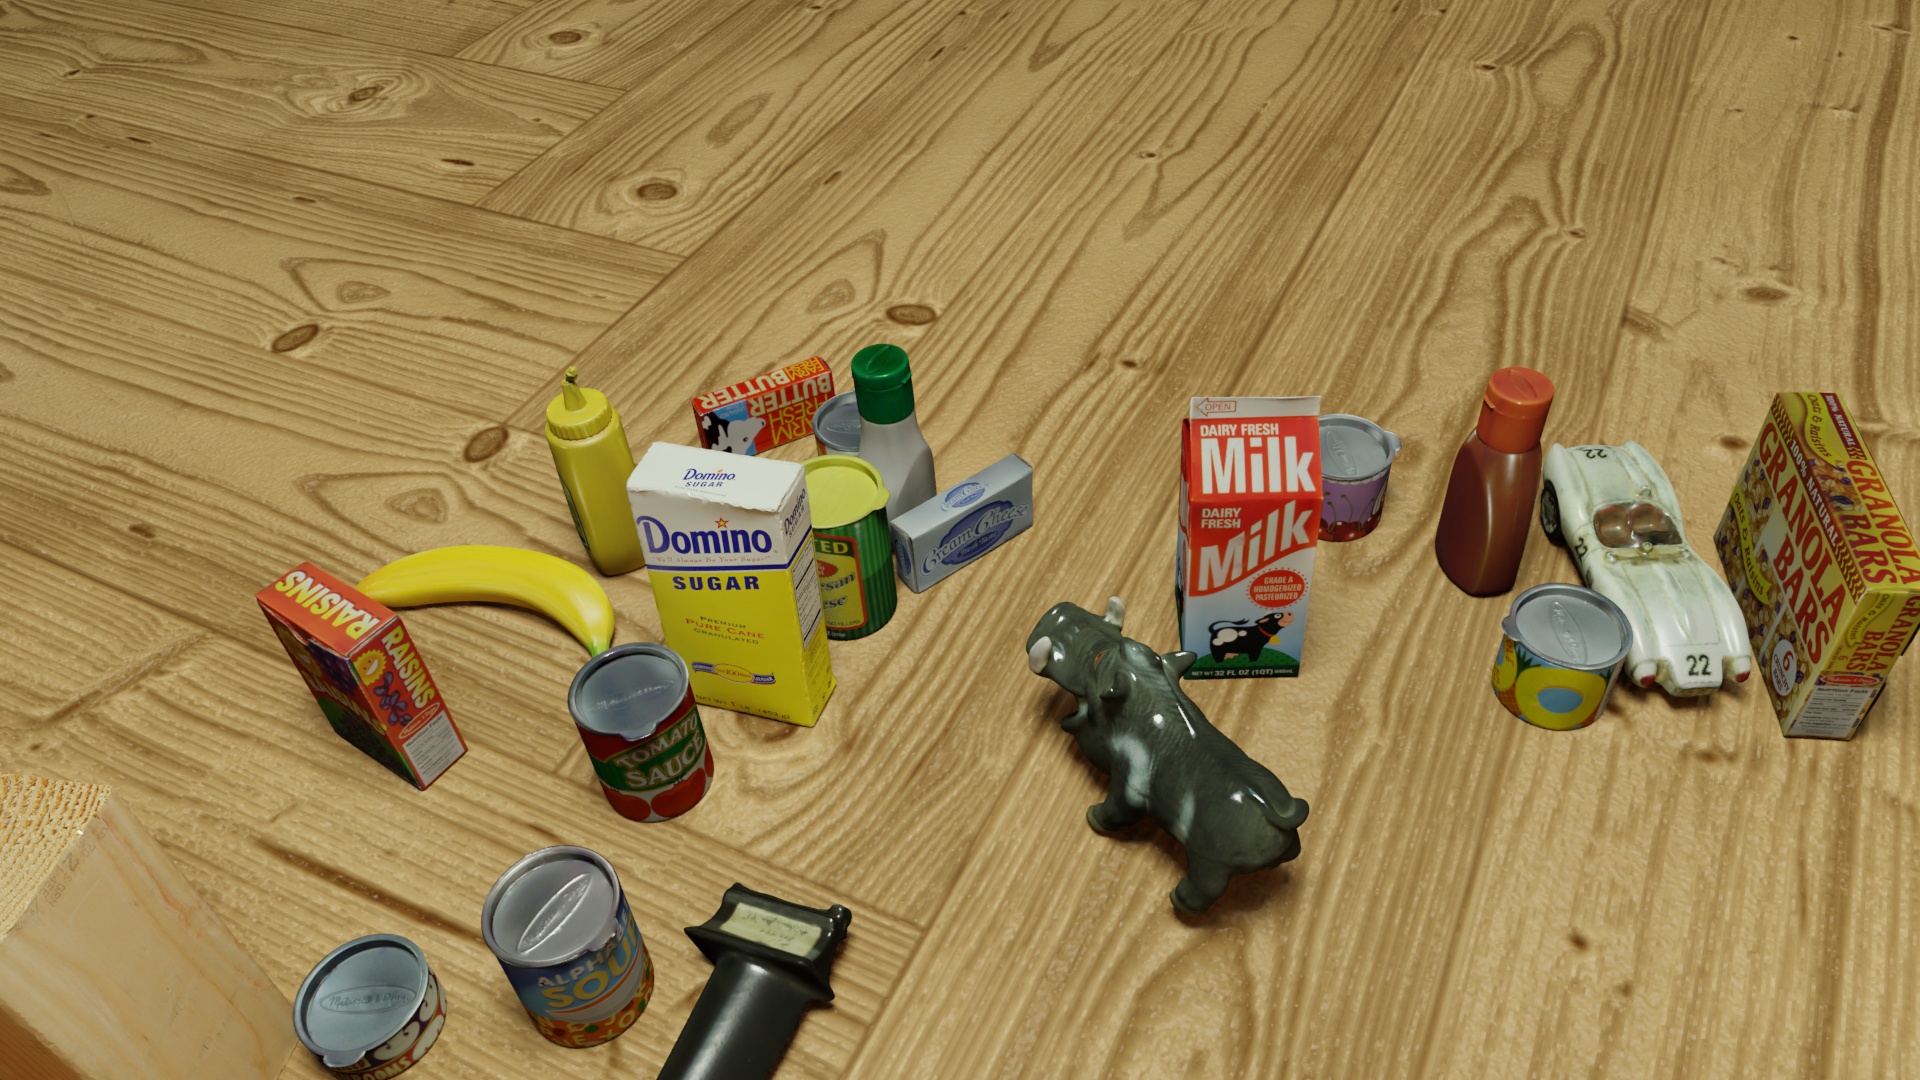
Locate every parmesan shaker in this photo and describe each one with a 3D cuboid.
[{"bbox_3d":[-0.074,0.006,0.873,0.071,0.102,0.072,-3,44,3],"label":"parmesan shaker"}]

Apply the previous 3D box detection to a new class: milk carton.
[{"bbox_3d":[0.164,-0.008,0.805,0.072,0.189,0.074,-1,44,4],"label":"milk carton"}]

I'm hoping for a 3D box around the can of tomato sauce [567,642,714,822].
[{"bbox_3d":[-0.178,0.111,0.788,0.071,0.082,0.071,-3,44,3],"label":"can of tomato sauce"}]

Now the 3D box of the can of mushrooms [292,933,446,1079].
[{"bbox_3d":[-0.298,0.238,0.701,0.071,0.033,0.071,-2,44,2],"label":"can of mushrooms"}]

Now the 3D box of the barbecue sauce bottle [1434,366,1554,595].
[{"bbox_3d":[0.328,-0.037,0.851,0.044,0.147,0.065,-9,44,-5],"label":"barbecue sauce bottle"}]

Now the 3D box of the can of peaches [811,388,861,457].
[{"bbox_3d":[-0.067,-0.065,0.980,0.071,0.057,0.071,-3,44,3],"label":"can of peaches"}]

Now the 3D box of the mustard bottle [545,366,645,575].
[{"bbox_3d":[-0.239,-0.050,0.905,0.049,0.159,0.065,-21,46,-16],"label":"mustard bottle"}]

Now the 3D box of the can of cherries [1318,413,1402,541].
[{"bbox_3d":[0.254,-0.041,0.926,0.071,0.058,0.072,-3,44,3],"label":"can of cherries"}]

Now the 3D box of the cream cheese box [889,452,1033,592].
[{"bbox_3d":[0.003,-0.012,0.921,0.104,0.053,0.024,-30,49,-24],"label":"cream cheese box"}]

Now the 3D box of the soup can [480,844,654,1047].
[{"bbox_3d":[-0.191,0.204,0.691,0.071,0.083,0.072,-3,44,3],"label":"soup can"}]

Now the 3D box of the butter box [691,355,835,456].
[{"bbox_3d":[-0.142,-0.094,1.020,0.104,0.052,0.024,-22,46,-17],"label":"butter box"}]

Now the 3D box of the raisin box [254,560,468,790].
[{"bbox_3d":[-0.346,0.079,0.806,0.086,0.122,0.040,24,51,27],"label":"raisin box"}]

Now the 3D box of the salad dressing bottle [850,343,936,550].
[{"bbox_3d":[-0.045,-0.059,0.907,0.044,0.146,0.064,17,48,21],"label":"salad dressing bottle"}]

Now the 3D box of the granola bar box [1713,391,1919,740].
[{"bbox_3d":[0.493,0.012,0.802,0.039,0.123,0.166,3,44,8],"label":"granola bar box"}]

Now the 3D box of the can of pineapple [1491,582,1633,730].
[{"bbox_3d":[0.345,0.067,0.806,0.071,0.057,0.071,-3,44,3],"label":"can of pineapple"}]
